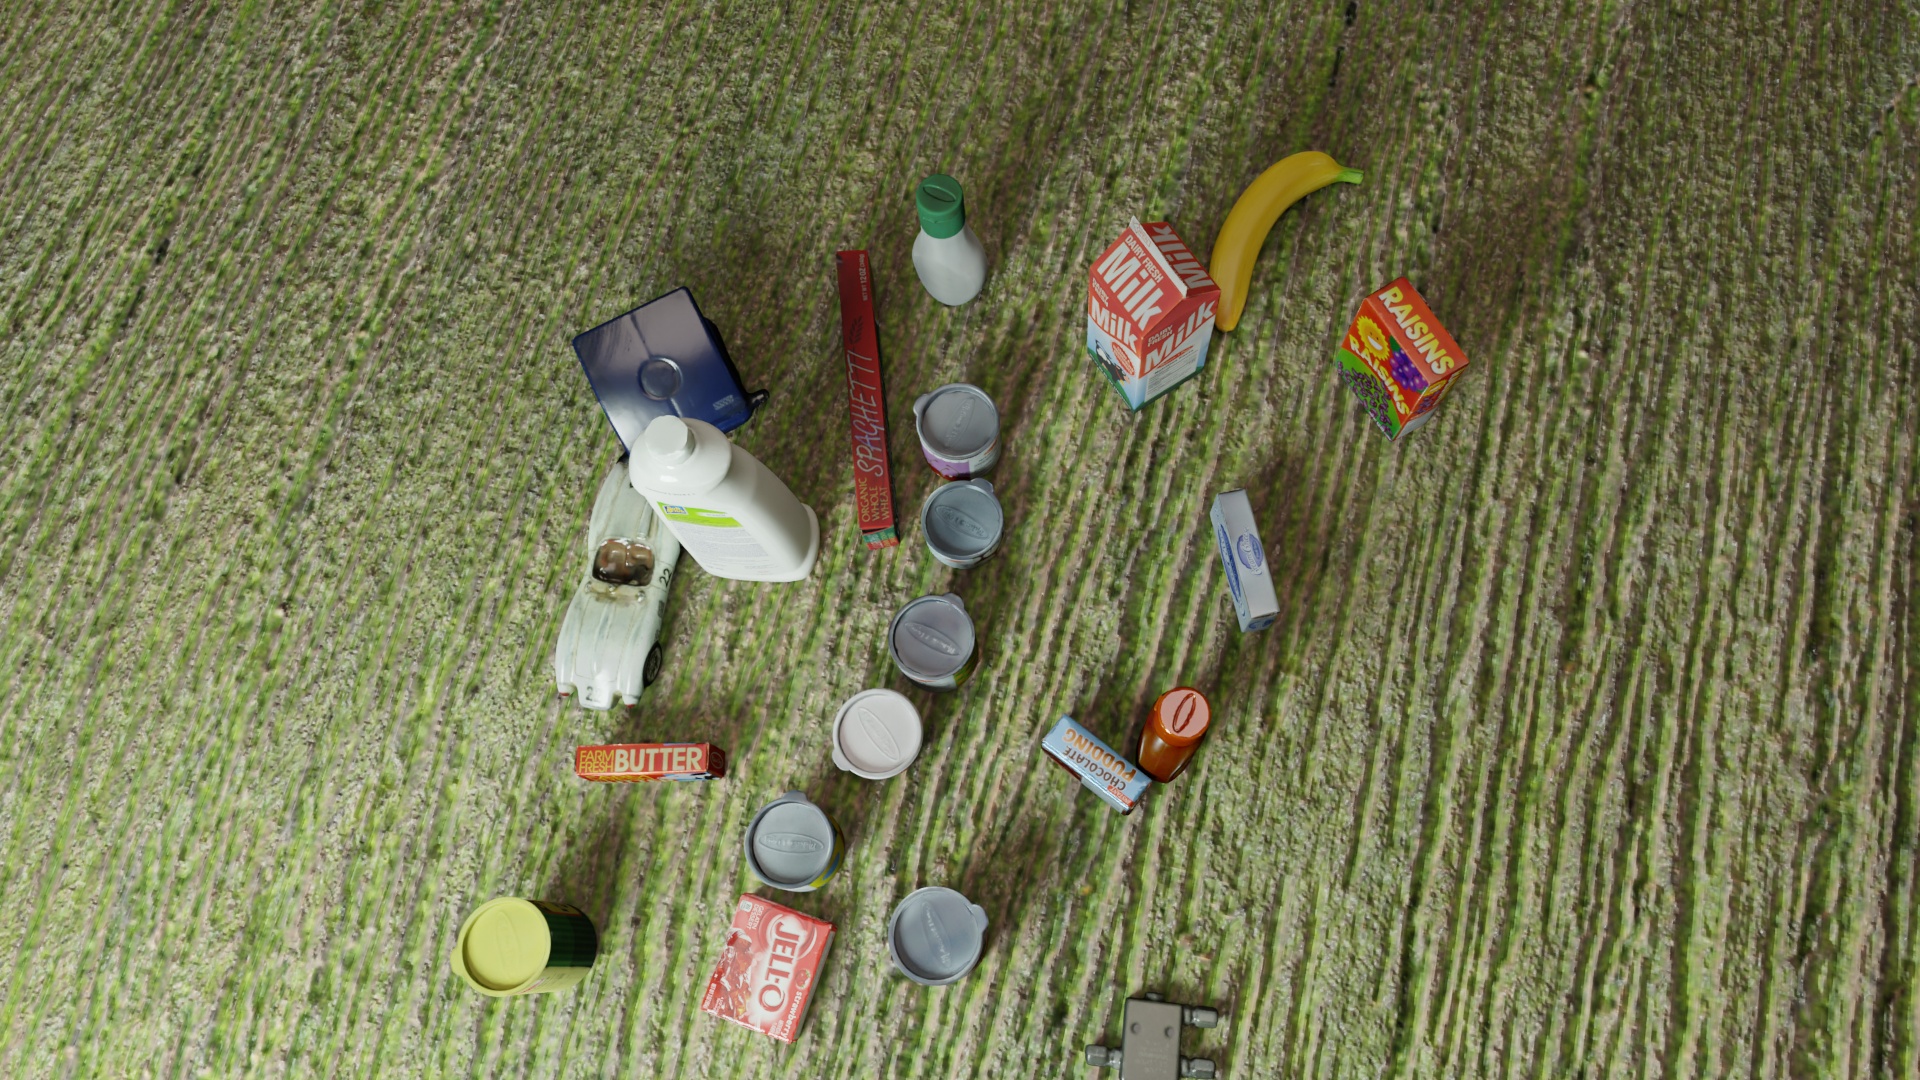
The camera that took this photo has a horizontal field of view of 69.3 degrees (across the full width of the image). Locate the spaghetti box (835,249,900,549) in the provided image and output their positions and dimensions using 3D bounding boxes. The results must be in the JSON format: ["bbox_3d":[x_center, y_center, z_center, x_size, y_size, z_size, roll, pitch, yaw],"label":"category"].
[{"bbox_3d":[-0.077,-0.117,1.142,0.029,0.050,0.250,-7,73,2],"label":"spaghetti box"}]

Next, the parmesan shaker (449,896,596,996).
[{"bbox_3d":[-0.314,0.294,1.004,0.071,0.103,0.071,-1,73,4],"label":"parmesan shaker"}]

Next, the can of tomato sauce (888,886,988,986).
[{"bbox_3d":[-0.013,0.283,0.998,0.071,0.083,0.071,-1,73,4],"label":"can of tomato sauce"}]

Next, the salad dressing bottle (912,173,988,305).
[{"bbox_3d":[-0.011,-0.242,1.125,0.064,0.147,0.044,26,77,11],"label":"salad dressing bottle"}]

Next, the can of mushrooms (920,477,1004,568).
[{"bbox_3d":[0.004,-0.014,1.114,0.071,0.033,0.071,-1,73,4],"label":"can of mushrooms"}]

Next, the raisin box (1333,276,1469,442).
[{"bbox_3d":[0.341,-0.139,1.082,0.040,0.123,0.086,-29,74,-5],"label":"raisin box"}]

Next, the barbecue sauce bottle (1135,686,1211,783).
[{"bbox_3d":[0.154,0.135,0.998,0.044,0.148,0.065,26,77,11],"label":"barbecue sauce bottle"}]

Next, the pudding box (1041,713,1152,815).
[{"bbox_3d":[0.101,0.169,1.043,0.084,0.049,0.030,37,79,13],"label":"pudding box"}]

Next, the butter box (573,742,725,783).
[{"bbox_3d":[-0.237,0.170,1.063,0.103,0.053,0.024,-2,73,3],"label":"butter box"}]

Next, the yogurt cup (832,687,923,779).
[{"bbox_3d":[-0.060,0.150,1.057,0.072,0.053,0.072,-1,73,4],"label":"yogurt cup"}]

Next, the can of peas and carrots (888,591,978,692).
[{"bbox_3d":[-0.019,0.078,1.074,0.071,0.058,0.071,-1,73,4],"label":"can of peas and carrots"}]

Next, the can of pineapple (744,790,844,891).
[{"bbox_3d":[-0.122,0.226,1.036,0.071,0.057,0.071,-1,73,4],"label":"can of pineapple"}]

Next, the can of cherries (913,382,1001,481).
[{"bbox_3d":[-0.002,-0.088,1.124,0.071,0.058,0.071,-1,73,4],"label":"can of cherries"}]

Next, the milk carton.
[{"bbox_3d":[0.147,-0.177,1.072,0.073,0.190,0.072,-32,74,-5],"label":"milk carton"}]

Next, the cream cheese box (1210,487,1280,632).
[{"bbox_3d":[0.220,0.016,1.080,0.024,0.053,0.104,-12,73,0],"label":"cream cheese box"}]
